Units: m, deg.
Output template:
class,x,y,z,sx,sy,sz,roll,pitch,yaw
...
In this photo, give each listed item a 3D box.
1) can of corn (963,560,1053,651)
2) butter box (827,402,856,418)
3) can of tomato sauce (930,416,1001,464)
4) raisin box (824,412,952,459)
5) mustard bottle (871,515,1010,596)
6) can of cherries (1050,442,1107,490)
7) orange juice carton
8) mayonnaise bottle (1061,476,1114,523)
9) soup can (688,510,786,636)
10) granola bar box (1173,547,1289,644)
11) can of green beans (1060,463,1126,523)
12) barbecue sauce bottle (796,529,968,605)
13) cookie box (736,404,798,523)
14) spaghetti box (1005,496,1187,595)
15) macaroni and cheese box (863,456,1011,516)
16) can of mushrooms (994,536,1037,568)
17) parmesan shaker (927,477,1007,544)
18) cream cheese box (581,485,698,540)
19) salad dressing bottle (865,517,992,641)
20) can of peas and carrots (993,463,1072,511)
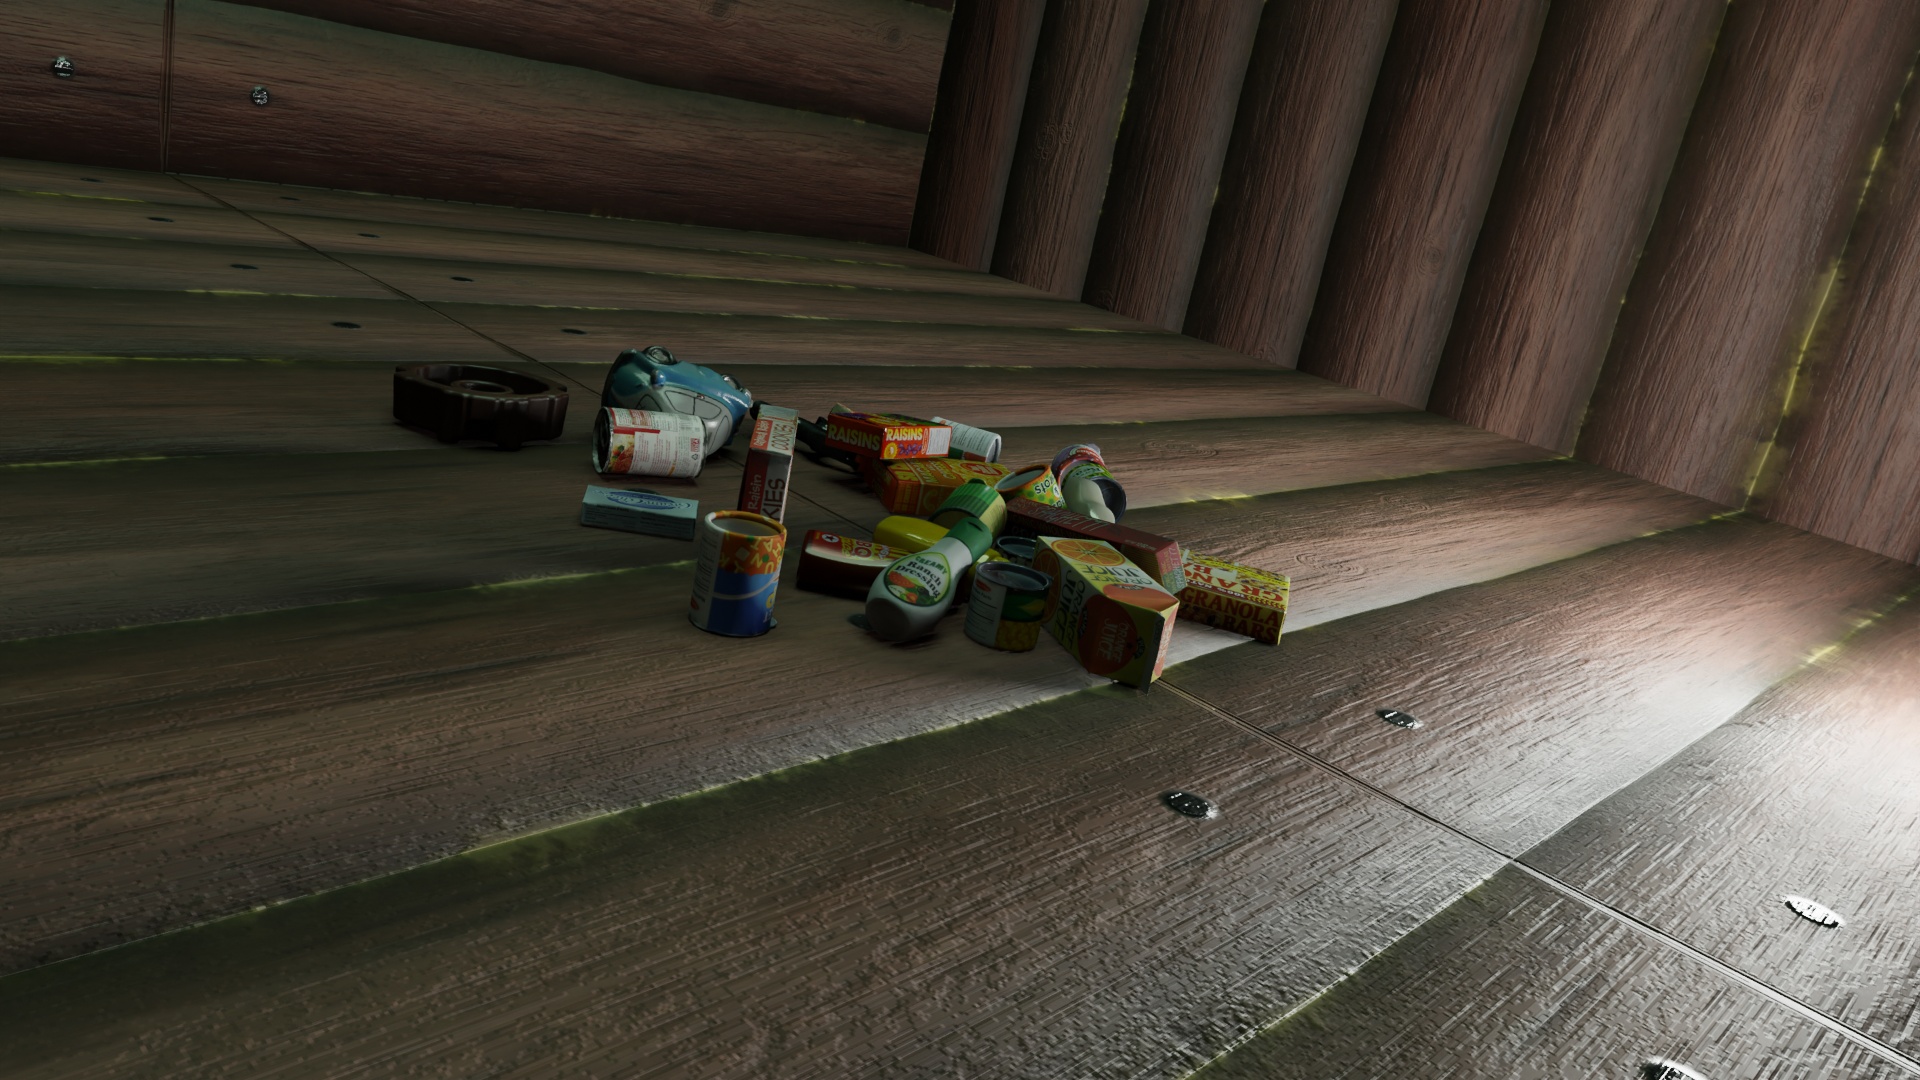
class,x,y,z,sx,sy,sz,roll,pitch,yaw
can of corn,0.042,0.056,1.197,0.071,0.058,0.071,11,17,-3
butter box,-0.108,-0.130,1.684,0.103,0.024,0.053,32,3,14
can of tomato sauce,0.000,-0.106,1.678,0.083,0.071,0.071,17,17,14
raisin box,-0.081,-0.119,1.571,0.086,0.040,0.124,17,14,35
mustard bottle,-0.005,0.022,1.292,0.160,0.048,0.065,21,19,24
can of cherries,0.146,-0.080,1.683,0.071,0.071,0.058,11,17,-5
orange juice carton,0.128,0.063,1.213,0.073,0.071,0.193,4,18,-22
mayonnaise bottle,0.139,-0.016,1.496,0.041,0.064,0.148,16,20,-16
soup can,-0.174,0.026,1.103,0.071,0.083,0.071,12,16,-3
granola bar box,0.245,0.047,1.398,0.166,0.039,0.124,15,17,11
can of green beans,0.152,-0.051,1.600,0.071,0.071,0.058,9,17,-11
barbecue sauce bottle,-0.069,0.027,1.239,0.149,0.043,0.065,11,20,-4
cookie box,-0.177,-0.044,1.256,0.040,0.122,0.168,9,17,-7
spaghetti box,0.123,0.004,1.360,0.029,0.050,0.250,-28,25,-26
macaroni and cheese box,-0.012,-0.061,1.563,0.167,0.040,0.124,6,17,-21
can of mushrooms,0.065,0.023,1.363,0.071,0.033,0.071,12,16,-3
parmesan shaker,0.005,-0.017,1.384,0.071,0.071,0.103,15,17,8
cream cheese box,-0.296,-0.026,1.284,0.104,0.024,0.053,8,19,-12
salad dressing bottle,-0.024,0.029,1.184,0.064,0.043,0.148,31,41,13
can of peas and carrots,0.078,-0.044,1.492,0.071,0.058,0.071,-23,16,7
